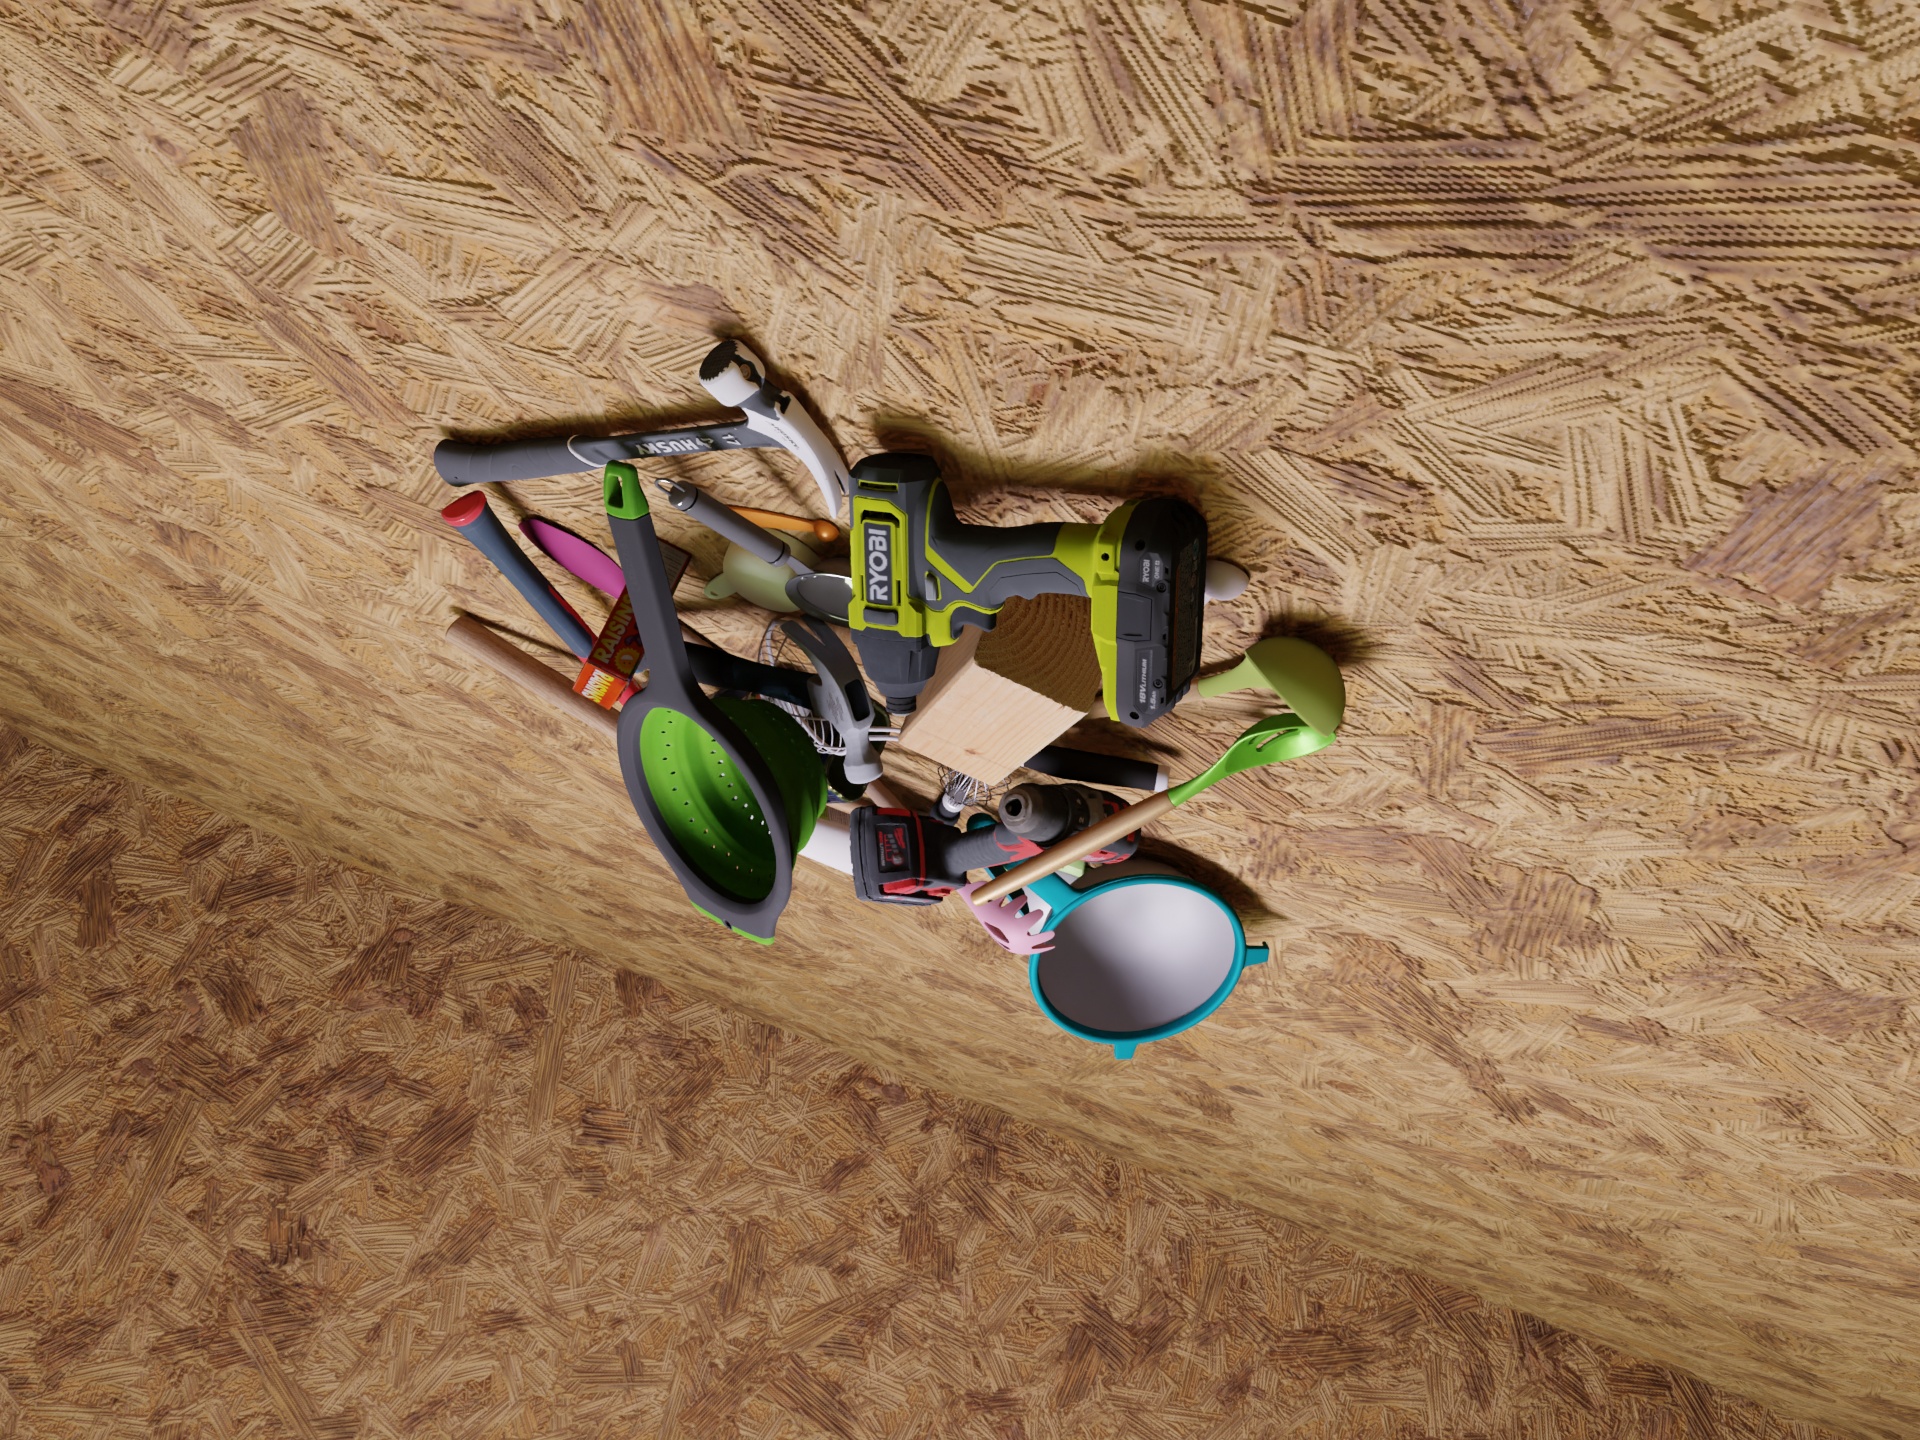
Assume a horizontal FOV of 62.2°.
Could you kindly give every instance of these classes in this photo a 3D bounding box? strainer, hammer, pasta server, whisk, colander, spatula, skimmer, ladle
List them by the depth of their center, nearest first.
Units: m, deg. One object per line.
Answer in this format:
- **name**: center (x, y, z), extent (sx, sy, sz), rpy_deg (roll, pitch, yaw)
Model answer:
- **strainer**: center (-0.124, -0.118, 1.132), extent (0.087, 0.050, 0.258), rpy_deg (-4, 160, 34)
- **hammer**: center (-0.250, -0.192, 1.140), extent (0.409, 0.036, 0.149), rpy_deg (3, 153, 40)
- **ladle**: center (0.155, -0.011, 1.155), extent (0.078, 0.062, 0.320), rpy_deg (40, 156, -21)
- **colander**: center (-0.183, -0.021, 1.211), extent (0.205, 0.094, 0.396), rpy_deg (19, 129, 41)
- **hammer**: center (-0.189, -0.039, 1.320), extent (0.331, 0.033, 0.128), rpy_deg (14, 123, 45)
- **skimmer**: center (-0.002, -0.004, 1.333), extent (0.363, 0.090, 0.127), rpy_deg (10, 138, 8)
- **hammer**: center (-0.335, -0.063, 1.404), extent (0.038, 0.143, 0.385), rpy_deg (-24, 145, 4)
- **pasta server**: center (-0.026, 0.110, 1.470), extent (0.316, 0.040, 0.060), rpy_deg (44, 156, 34)
- **whisk**: center (0.000, 0.068, 1.491), extent (0.070, 0.070, 0.284), rpy_deg (23, 163, -2)
- **strainer**: center (0.122, 0.172, 1.527), extent (0.211, 0.095, 0.340), rpy_deg (-40, 117, 18)
- **spatula**: center (-0.068, 0.108, 1.549), extent (0.317, 0.044, 0.082), rpy_deg (22, -164, -9)
- **hammer**: center (-0.372, -0.014, 1.600), extent (0.331, 0.130, 0.031), rpy_deg (31, 138, 7)
- **strainer**: center (0.107, 0.183, 1.635), extent (0.151, 0.069, 0.256), rpy_deg (19, 160, 8)

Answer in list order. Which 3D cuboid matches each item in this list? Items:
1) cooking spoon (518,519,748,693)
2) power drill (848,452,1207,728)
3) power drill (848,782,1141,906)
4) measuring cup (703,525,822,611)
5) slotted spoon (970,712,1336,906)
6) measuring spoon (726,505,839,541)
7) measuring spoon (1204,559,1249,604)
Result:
- **cooking spoon**: center (-0.262, -0.084, 1.426), extent (0.318, 0.017, 0.069), rpy_deg (37, 154, -32)
- **power drill**: center (0.035, -0.073, 1.002), extent (0.223, 0.080, 0.171), rpy_deg (9, 114, 23)
- **power drill**: center (0.018, 0.096, 1.316), extent (0.227, 0.080, 0.187), rpy_deg (-13, 165, 28)
- **measuring cup**: center (-0.170, -0.106, 1.258), extent (0.083, 0.038, 0.167), rpy_deg (32, 154, -25)
- **slotted spoon**: center (0.136, 0.069, 1.198), extent (0.314, 0.031, 0.070), rpy_deg (-30, 150, 21)
- **measuring spoon**: center (-0.142, -0.145, 1.177), extent (0.117, 0.011, 0.021), rpy_deg (11, 156, 25)
- **measuring spoon**: center (0.152, -0.075, 1.054), extent (0.034, 0.018, 0.124), rpy_deg (25, 159, -9)
